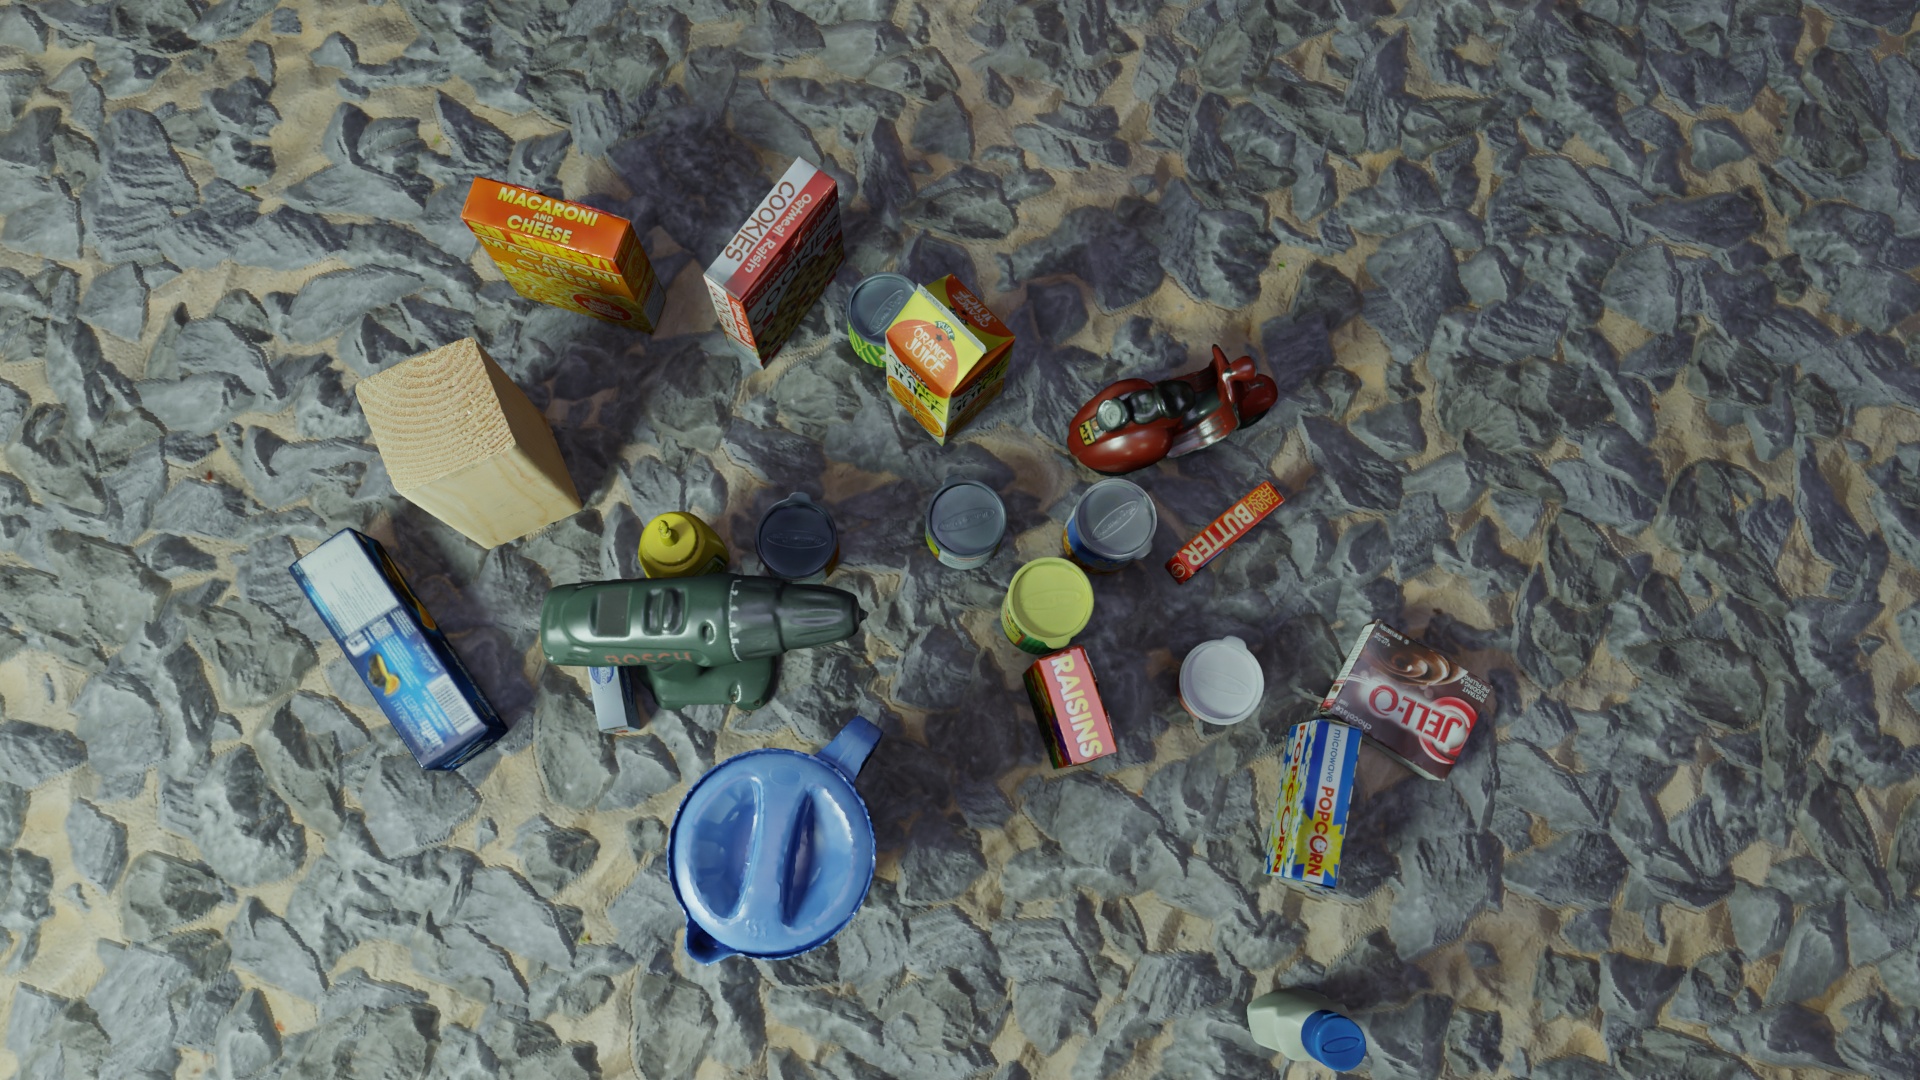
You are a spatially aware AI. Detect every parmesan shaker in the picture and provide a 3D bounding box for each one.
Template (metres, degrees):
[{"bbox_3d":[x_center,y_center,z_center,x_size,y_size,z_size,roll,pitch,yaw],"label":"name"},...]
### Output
[{"bbox_3d":[0.067,0.057,1.111,0.071,0.103,0.071,1,79,-2],"label":"parmesan shaker"}]

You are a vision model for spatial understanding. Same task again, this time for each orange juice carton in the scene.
[{"bbox_3d":[-0.010,-0.146,1.104,0.073,0.192,0.072,-43,84,-9],"label":"orange juice carton"}]

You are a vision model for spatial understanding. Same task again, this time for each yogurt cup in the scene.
[{"bbox_3d":[0.207,0.117,1.131,0.072,0.054,0.072,1,79,-3],"label":"yogurt cup"}]

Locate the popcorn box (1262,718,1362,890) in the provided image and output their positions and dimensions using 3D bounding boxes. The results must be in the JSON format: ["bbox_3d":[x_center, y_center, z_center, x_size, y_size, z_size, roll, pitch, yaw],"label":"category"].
[{"bbox_3d":[0.278,0.208,1.099,0.038,0.085,0.127,13,78,0],"label":"popcorn box"}]

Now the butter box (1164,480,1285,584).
[{"bbox_3d":[0.219,-0.007,1.157,0.104,0.053,0.024,-38,83,-9],"label":"butter box"}]

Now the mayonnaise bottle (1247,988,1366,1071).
[{"bbox_3d":[0.260,0.364,1.034,0.065,0.148,0.041,-10,80,-5],"label":"mayonnaise bottle"}]

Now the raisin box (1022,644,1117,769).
[{"bbox_3d":[0.084,0.133,1.086,0.040,0.123,0.086,-16,80,-6],"label":"raisin box"}]

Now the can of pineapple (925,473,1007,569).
[{"bbox_3d":[0.004,-0.014,1.146,0.071,0.057,0.071,1,79,-3],"label":"can of pineapple"}]

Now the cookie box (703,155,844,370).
[{"bbox_3d":[-0.146,-0.220,1.126,0.040,0.167,0.123,35,79,4],"label":"cookie box"}]

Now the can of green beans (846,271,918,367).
[{"bbox_3d":[-0.063,-0.186,1.179,0.071,0.057,0.071,1,79,-3],"label":"can of green beans"}]

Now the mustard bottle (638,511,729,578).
[{"bbox_3d":[-0.219,0.009,1.079,0.065,0.160,0.049,-42,84,-9],"label":"mustard bottle"}]

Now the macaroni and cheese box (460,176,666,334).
[{"bbox_3d":[-0.314,-0.227,1.120,0.124,0.166,0.040,16,79,1],"label":"macaroni and cheese box"}]

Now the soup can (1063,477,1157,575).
[{"bbox_3d":[0.123,-0.007,1.137,0.071,0.083,0.071,1,79,-3],"label":"soup can"}]

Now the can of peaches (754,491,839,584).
[{"bbox_3d":[-0.132,0.001,1.136,0.071,0.058,0.071,1,79,-3],"label":"can of peaches"}]

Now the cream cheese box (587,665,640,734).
[{"bbox_3d":[-0.280,0.103,1.111,0.024,0.053,0.104,-12,79,-5],"label":"cream cheese box"}]
